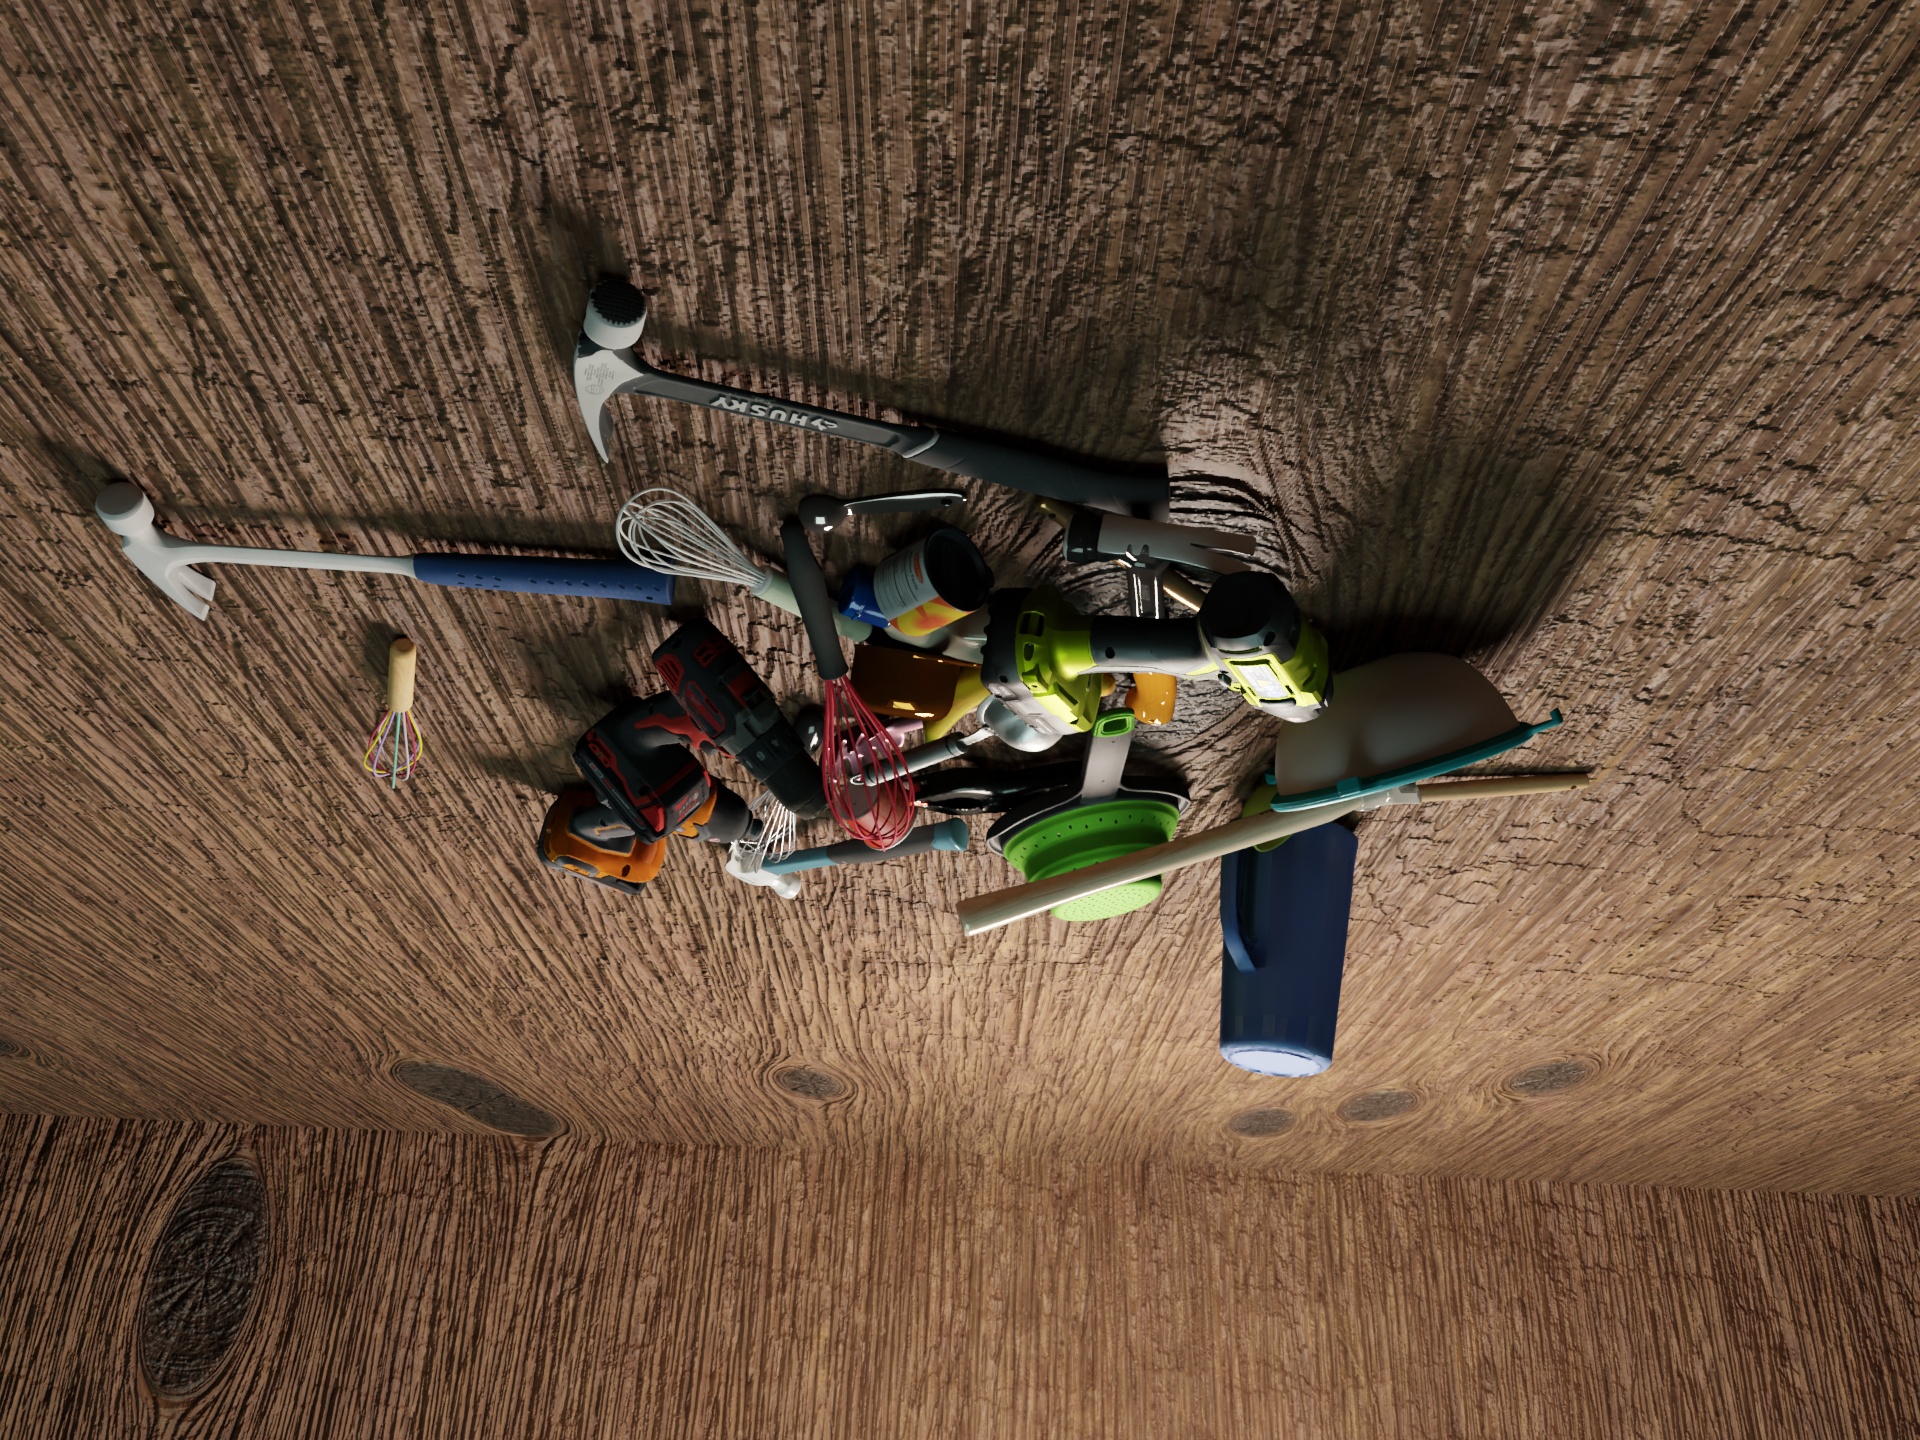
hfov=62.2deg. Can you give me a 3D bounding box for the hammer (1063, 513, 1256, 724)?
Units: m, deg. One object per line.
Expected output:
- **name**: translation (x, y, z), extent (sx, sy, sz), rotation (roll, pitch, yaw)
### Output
- **hammer**: translation (0.153, -0.064, 1.210), extent (0.127, 0.034, 0.336), rotation (9, 162, 11)

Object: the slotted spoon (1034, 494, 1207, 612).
- **slotted spoon**: translation (0.169, -0.099, 1.198), extent (0.313, 0.031, 0.070), rotation (26, 147, -36)

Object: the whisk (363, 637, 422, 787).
- **whisk**: translation (-0.509, -0.004, 1.430), extent (0.047, 0.051, 0.245), rotation (16, 148, -13)

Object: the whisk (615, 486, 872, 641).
- **whisk**: translation (-0.155, -0.109, 1.190), extent (0.246, 0.059, 0.058), rotation (25, -170, -44)

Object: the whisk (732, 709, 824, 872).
- **whisk**: translation (-0.170, 0.068, 1.527), extent (0.070, 0.070, 0.284), rotation (10, 147, -14)

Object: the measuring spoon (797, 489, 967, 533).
- **measuring spoon**: translation (-0.056, -0.147, 1.128), extent (0.124, 0.018, 0.034), rotation (-4, 152, 12)

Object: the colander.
- **colander**: translation (0.133, 0.103, 1.468), extent (0.204, 0.095, 0.396), rotation (-10, 157, -4)

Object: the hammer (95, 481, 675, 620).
- **hammer**: translation (-0.421, -0.115, 1.207), extent (0.405, 0.035, 0.144), rotation (4, 153, -2)

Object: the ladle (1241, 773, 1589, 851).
- **ladle**: translation (0.426, 0.079, 1.497), extent (0.320, 0.062, 0.078), rotation (-5, 142, 9)

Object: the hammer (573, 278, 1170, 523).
- **hammer**: translation (-0.048, -0.182, 1.041), extent (0.408, 0.036, 0.149), rotation (11, 153, -16)

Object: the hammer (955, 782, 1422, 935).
- **hammer**: translation (0.196, 0.114, 1.385), extent (0.410, 0.038, 0.146), rotation (-17, 177, -4)

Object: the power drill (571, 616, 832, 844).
- **power drill**: translation (-0.216, 0.030, 1.348), extent (0.188, 0.080, 0.226), rotation (51, 139, -6)

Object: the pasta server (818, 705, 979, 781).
- **pasta server**: translation (-0.002, -0.004, 1.388), extent (0.316, 0.040, 0.060), rotation (-18, 161, 33)

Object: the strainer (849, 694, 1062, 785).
- **strainer**: translation (0.005, 0.019, 1.303), extent (0.258, 0.050, 0.086), rotation (-20, 148, 36)

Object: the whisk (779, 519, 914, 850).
- **whisk**: translation (-0.092, -0.021, 1.223), extent (0.073, 0.073, 0.295), rotation (-5, 122, 15)

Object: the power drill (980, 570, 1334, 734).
- **power drill**: translation (0.142, -0.040, 1.115), extent (0.223, 0.080, 0.171), rotation (0, 158, 29)

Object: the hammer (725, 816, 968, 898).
- **hammer**: translation (-0.119, 0.138, 1.654), extent (0.331, 0.033, 0.128), rotation (-13, 149, 41)

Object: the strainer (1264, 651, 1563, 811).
- **strainer**: translation (0.323, 0.004, 1.329), extent (0.211, 0.095, 0.340), rotation (-17, 180, -14)

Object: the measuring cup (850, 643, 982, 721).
- **measuring cup**: translation (-0.029, -0.026, 1.254), extent (0.095, 0.052, 0.174), rotation (11, 179, -26)

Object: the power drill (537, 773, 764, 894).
- **power drill**: translation (-0.303, 0.102, 1.554), extent (0.164, 0.084, 0.226), rotation (25, 149, -26)
